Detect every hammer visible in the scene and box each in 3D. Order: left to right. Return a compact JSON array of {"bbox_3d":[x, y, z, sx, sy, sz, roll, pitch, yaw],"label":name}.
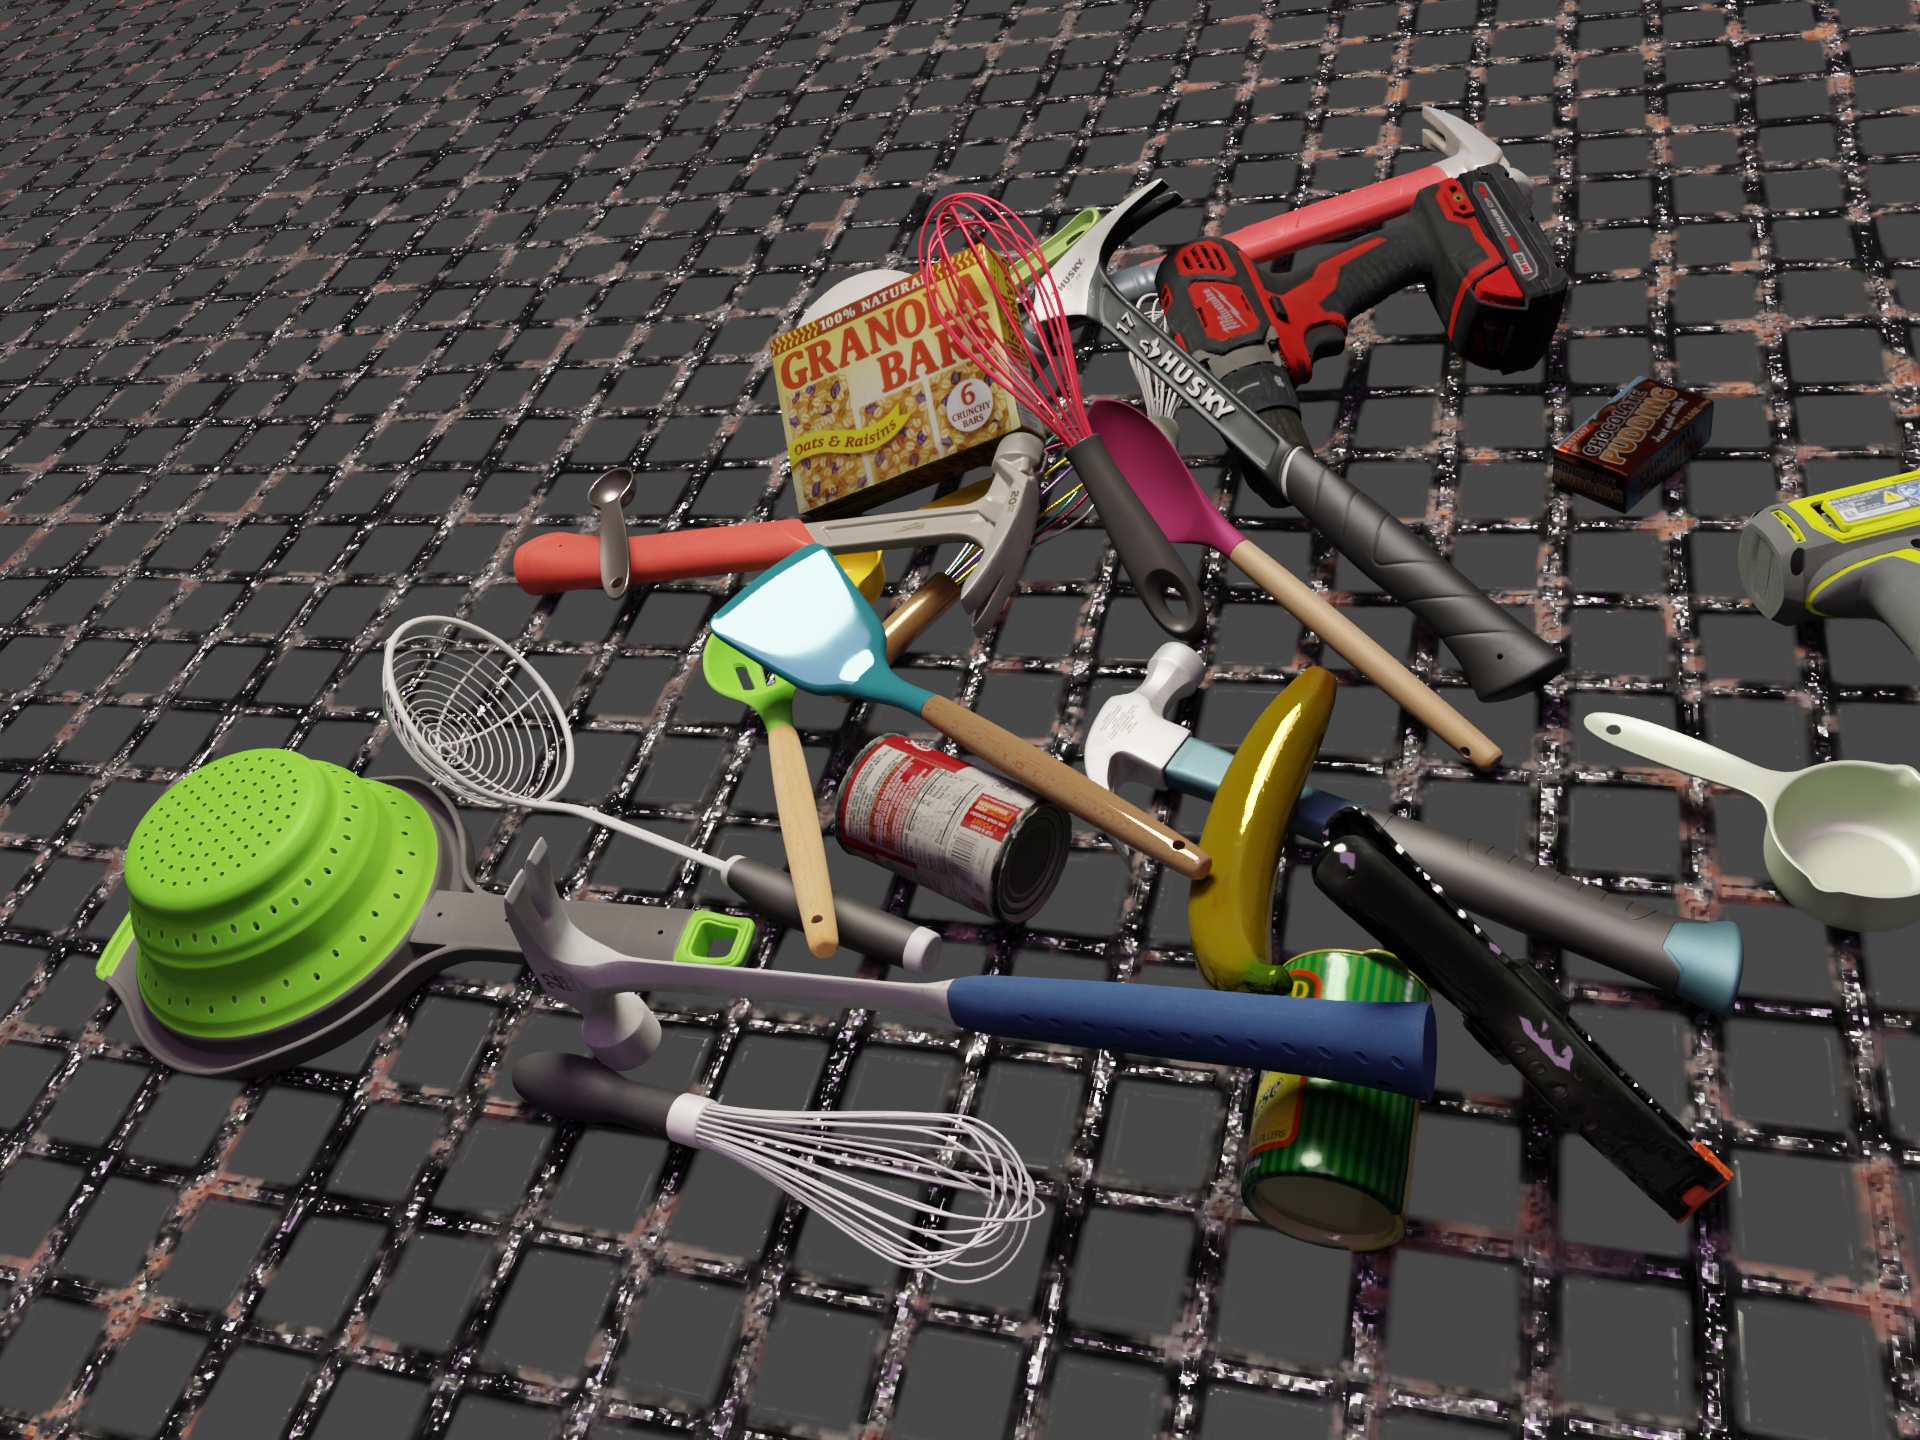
[{"bbox_3d":[-0.126,-0.100,0.969,0.359,0.036,0.149,-3,45,25],"label":"hammer"},{"bbox_3d":[-0.013,0.115,0.667,0.405,0.143,0.035,1,47,24],"label":"hammer"},{"bbox_3d":[0.198,-0.346,1.144,0.386,0.038,0.143,-19,44,-1],"label":"hammer"},{"bbox_3d":[0.180,-0.155,0.902,0.149,0.036,0.409,-51,59,18],"label":"hammer"},{"bbox_3d":[0.203,0.057,0.760,0.331,0.033,0.128,22,56,33],"label":"hammer"}]

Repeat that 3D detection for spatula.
[{"bbox_3d":[-0.001,-0.003,0.788,0.082,0.044,0.318,-40,46,-22],"label":"spatula"}]

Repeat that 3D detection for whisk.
[{"bbox_3d":[-0.094,0.187,0.711,0.285,0.070,0.070,7,50,28],"label":"whisk"},{"bbox_3d":[0.009,-0.096,0.960,0.047,0.051,0.245,32,65,31],"label":"whisk"},{"bbox_3d":[0.060,-0.175,0.910,0.073,0.073,0.296,-28,84,-11],"label":"whisk"},{"bbox_3d":[0.128,-0.191,1.013,0.059,0.057,0.247,-30,38,39],"label":"whisk"}]

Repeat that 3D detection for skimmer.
[{"bbox_3d":[-0.162,0.034,0.850,0.363,0.127,0.090,19,99,26],"label":"skimmer"}]

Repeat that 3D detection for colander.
[{"bbox_3d":[-0.302,0.085,0.840,0.397,0.094,0.205,2,48,18],"label":"colander"}]

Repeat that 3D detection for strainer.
[{"bbox_3d":[-0.020,-0.289,1.091,0.256,0.069,0.152,-33,45,6],"label":"strainer"}]

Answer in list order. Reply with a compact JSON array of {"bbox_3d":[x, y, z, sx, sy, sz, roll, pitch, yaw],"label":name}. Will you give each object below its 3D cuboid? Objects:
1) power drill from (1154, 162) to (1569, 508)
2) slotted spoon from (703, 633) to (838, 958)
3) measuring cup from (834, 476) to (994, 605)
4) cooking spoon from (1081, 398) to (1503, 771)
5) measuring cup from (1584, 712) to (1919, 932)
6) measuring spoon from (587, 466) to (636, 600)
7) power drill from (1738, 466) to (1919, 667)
[{"bbox_3d":[0.248,-0.235,0.977,0.226,0.080,0.188,-16,65,-1],"label":"power drill"},{"bbox_3d":[-0.094,0.023,0.849,0.070,0.031,0.314,-19,34,-2],"label":"slotted spoon"},{"bbox_3d":[-0.032,-0.110,0.996,0.156,0.029,0.062,-28,46,-14],"label":"measuring cup"},{"bbox_3d":[0.170,-0.078,0.869,0.017,0.068,0.319,-21,53,-32],"label":"cooking spoon"},{"bbox_3d":[0.363,0.041,0.725,0.168,0.038,0.083,29,61,38],"label":"measuring cup"},{"bbox_3d":[-0.214,-0.114,0.995,0.034,0.018,0.124,-24,47,10],"label":"measuring spoon"},{"bbox_3d":[0.497,-0.042,0.737,0.171,0.080,0.223,-14,42,4],"label":"power drill"}]
